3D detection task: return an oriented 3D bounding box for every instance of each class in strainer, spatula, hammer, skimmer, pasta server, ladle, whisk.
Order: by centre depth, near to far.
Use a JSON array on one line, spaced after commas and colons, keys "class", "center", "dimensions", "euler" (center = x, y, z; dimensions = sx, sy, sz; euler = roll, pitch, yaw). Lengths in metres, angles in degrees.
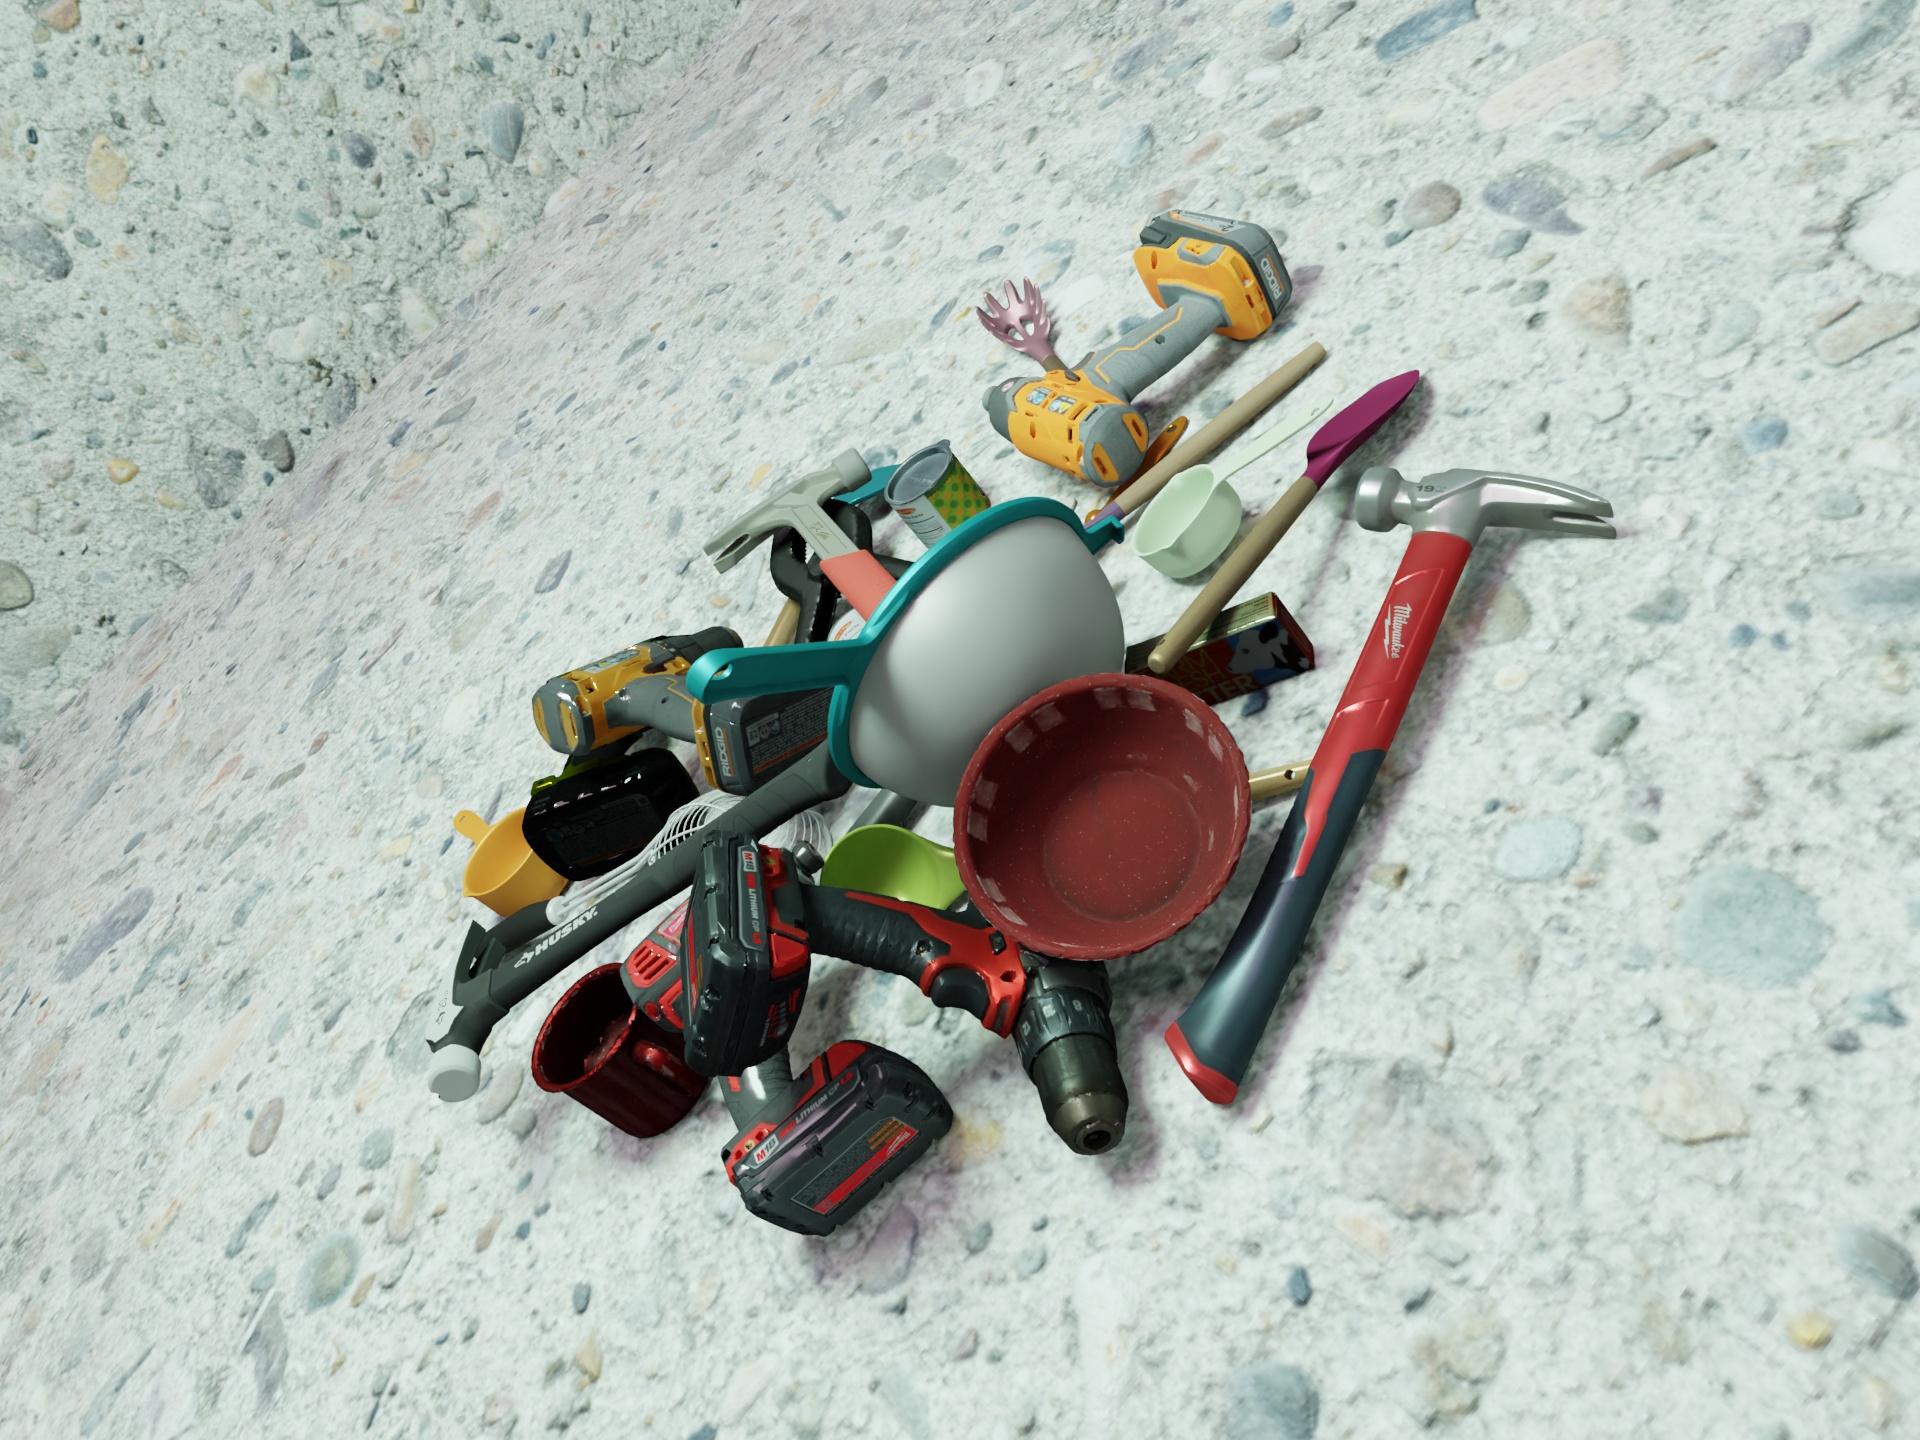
[{"class": "hammer", "center": [0.217, 0.026, 0.837], "dimensions": [0.143, 0.038, 0.386], "euler": [13, 65, 35]}, {"class": "strainer", "center": [-0.007, -0.015, 0.892], "dimensions": [0.095, 0.340, 0.211], "euler": [40, 116, 25]}, {"class": "ladle", "center": [0.056, 0.070, 0.945], "dimensions": [0.320, 0.062, 0.078], "euler": [-18, 76, 27]}, {"class": "hammer", "center": [-0.210, 0.112, 1.045], "dimensions": [0.335, 0.035, 0.146], "euler": [-34, 30, 8]}, {"class": "whisk", "center": [-0.002, -0.003, 1.082], "dimensions": [0.296, 0.073, 0.073], "euler": [-54, 35, -4]}, {"class": "spatula", "center": [0.134, -0.169, 1.139], "dimensions": [0.316, 0.059, 0.018], "euler": [-38, 79, 2]}, {"class": "hammer", "center": [-0.080, -0.098, 1.160], "dimensions": [0.149, 0.036, 0.359], "euler": [-35, 35, -4]}, {"class": "skimmer", "center": [-0.247, 0.141, 1.194], "dimensions": [0.363, 0.090, 0.127], "euler": [-28, 31, 38]}, {"class": "pasta server", "center": [0.080, -0.294, 1.323], "dimensions": [0.060, 0.040, 0.317], "euler": [-30, 37, 4]}, {"class": "spatula", "center": [-0.122, -0.106, 1.341], "dimensions": [0.082, 0.044, 0.318], "euler": [1, 58, 45]}]

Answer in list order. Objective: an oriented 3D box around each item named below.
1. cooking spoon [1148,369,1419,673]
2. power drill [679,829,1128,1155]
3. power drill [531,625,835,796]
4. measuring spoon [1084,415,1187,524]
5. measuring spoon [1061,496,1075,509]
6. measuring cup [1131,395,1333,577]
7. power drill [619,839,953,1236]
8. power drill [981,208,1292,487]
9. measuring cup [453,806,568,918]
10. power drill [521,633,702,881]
[{"class": "cooking spoon", "center": [0.203, -0.130, 0.985], "dimensions": [0.069, 0.017, 0.319], "euler": [-13, 29, 53]}, {"class": "power drill", "center": [-0.025, 0.142, 0.829], "dimensions": [0.188, 0.226, 0.080], "euler": [-107, 29, -53]}, {"class": "power drill", "center": [-0.181, -0.019, 1.182], "dimensions": [0.226, 0.084, 0.185], "euler": [9, 26, 39]}, {"class": "measuring spoon", "center": [0.130, -0.186, 1.180], "dimensions": [0.117, 0.011, 0.021], "euler": [-50, 35, -10]}, {"class": "measuring spoon", "center": [0.043, -0.127, 1.198], "dimensions": [0.124, 0.018, 0.034], "euler": [-50, 35, -11]}, {"class": "measuring cup", "center": [0.185, -0.152, 1.039], "dimensions": [0.167, 0.038, 0.083], "euler": [-35, 28, 34]}, {"class": "power drill", "center": [-0.104, 0.173, 0.928], "dimensions": [0.143, 0.078, 0.220], "euler": [-42, 48, 2]}, {"class": "power drill", "center": [0.124, -0.284, 1.209], "dimensions": [0.226, 0.084, 0.164], "euler": [-47, 42, -10]}, {"class": "measuring cup", "center": [-0.382, 0.112, 1.341], "dimensions": [0.095, 0.052, 0.174], "euler": [-53, 34, -13]}, {"class": "power drill", "center": [-0.271, 0.016, 1.304], "dimensions": [0.171, 0.080, 0.223], "euler": [-20, 36, 10]}]
